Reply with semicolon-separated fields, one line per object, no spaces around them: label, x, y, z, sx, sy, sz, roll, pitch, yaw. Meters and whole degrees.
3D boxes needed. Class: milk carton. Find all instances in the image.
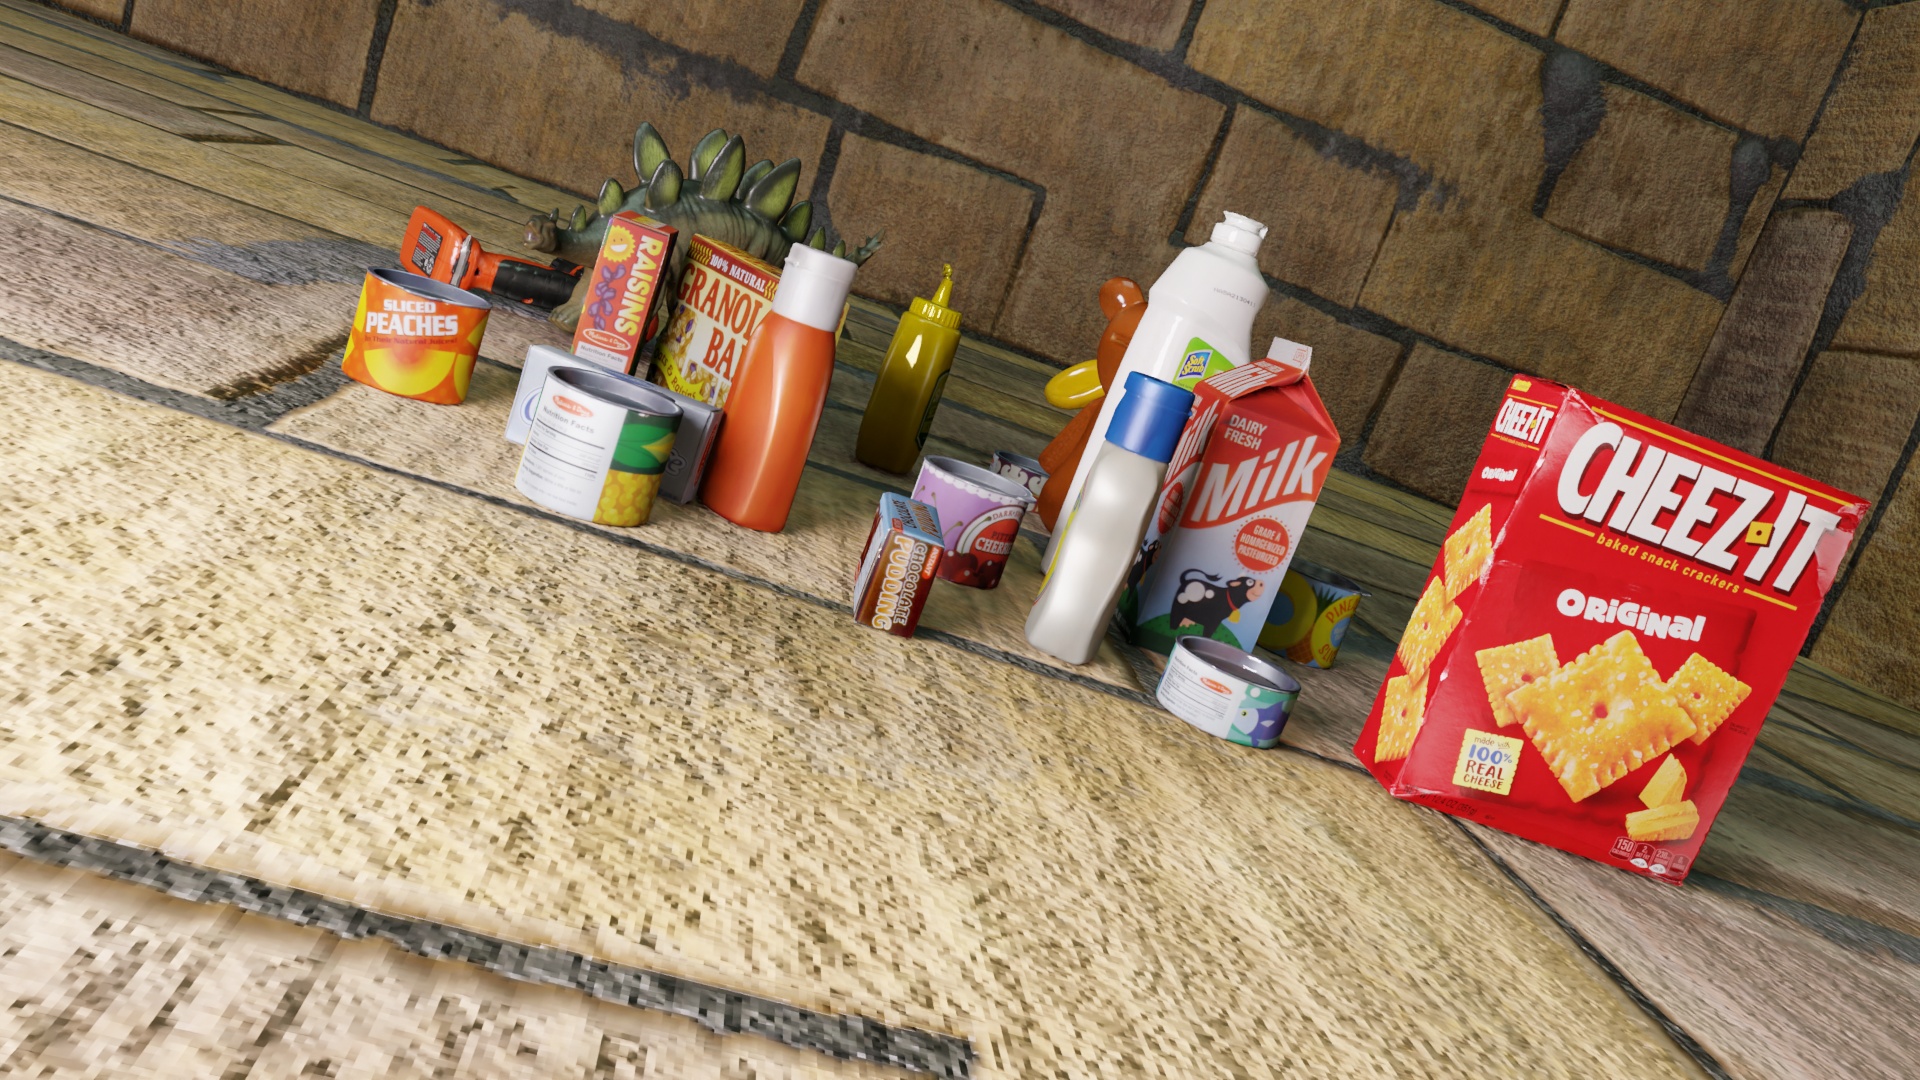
milk carton;0.157;-0.025;0.806;0.073;0.190;0.072;19;11;-10

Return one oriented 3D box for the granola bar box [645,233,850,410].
granola bar box;-0.142;-0.115;0.877;0.039;0.124;0.166;12;14;-37

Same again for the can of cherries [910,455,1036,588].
can of cherries;0.003;-0.010;0.803;0.071;0.058;0.071;20;11;-4

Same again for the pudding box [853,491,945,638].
pudding box;-0.031;0.010;0.673;0.030;0.049;0.084;19;11;-9

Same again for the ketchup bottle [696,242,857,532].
ketchup bottle;-0.096;-0.082;0.741;0.043;0.148;0.065;12;14;-38

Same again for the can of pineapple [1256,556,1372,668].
can of pineapple;0.229;0.047;0.928;0.071;0.057;0.071;20;11;-4

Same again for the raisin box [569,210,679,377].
raisin box;-0.219;-0.146;0.890;0.040;0.123;0.086;18;11;-11

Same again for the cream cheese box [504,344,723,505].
cream cheese box;-0.183;-0.062;0.733;0.104;0.053;0.024;21;11;2

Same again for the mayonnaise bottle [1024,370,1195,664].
mayonnaise bottle;0.077;-0.012;0.714;0.041;0.147;0.065;21;11;6

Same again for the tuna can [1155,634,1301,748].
tuna can;0.135;0.075;0.697;0.071;0.032;0.071;20;11;-4

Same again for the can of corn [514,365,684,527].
can of corn;-0.171;-0.045;0.664;0.071;0.058;0.071;20;11;-4

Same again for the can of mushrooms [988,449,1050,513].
can of mushrooms;0.056;-0.046;1.126;0.071;0.033;0.071;20;11;-4

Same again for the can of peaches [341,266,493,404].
can of peaches;-0.297;-0.111;0.757;0.071;0.058;0.071;20;11;-4

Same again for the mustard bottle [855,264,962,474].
mustard bottle;-0.033;-0.130;1.044;0.049;0.160;0.065;21;11;5
